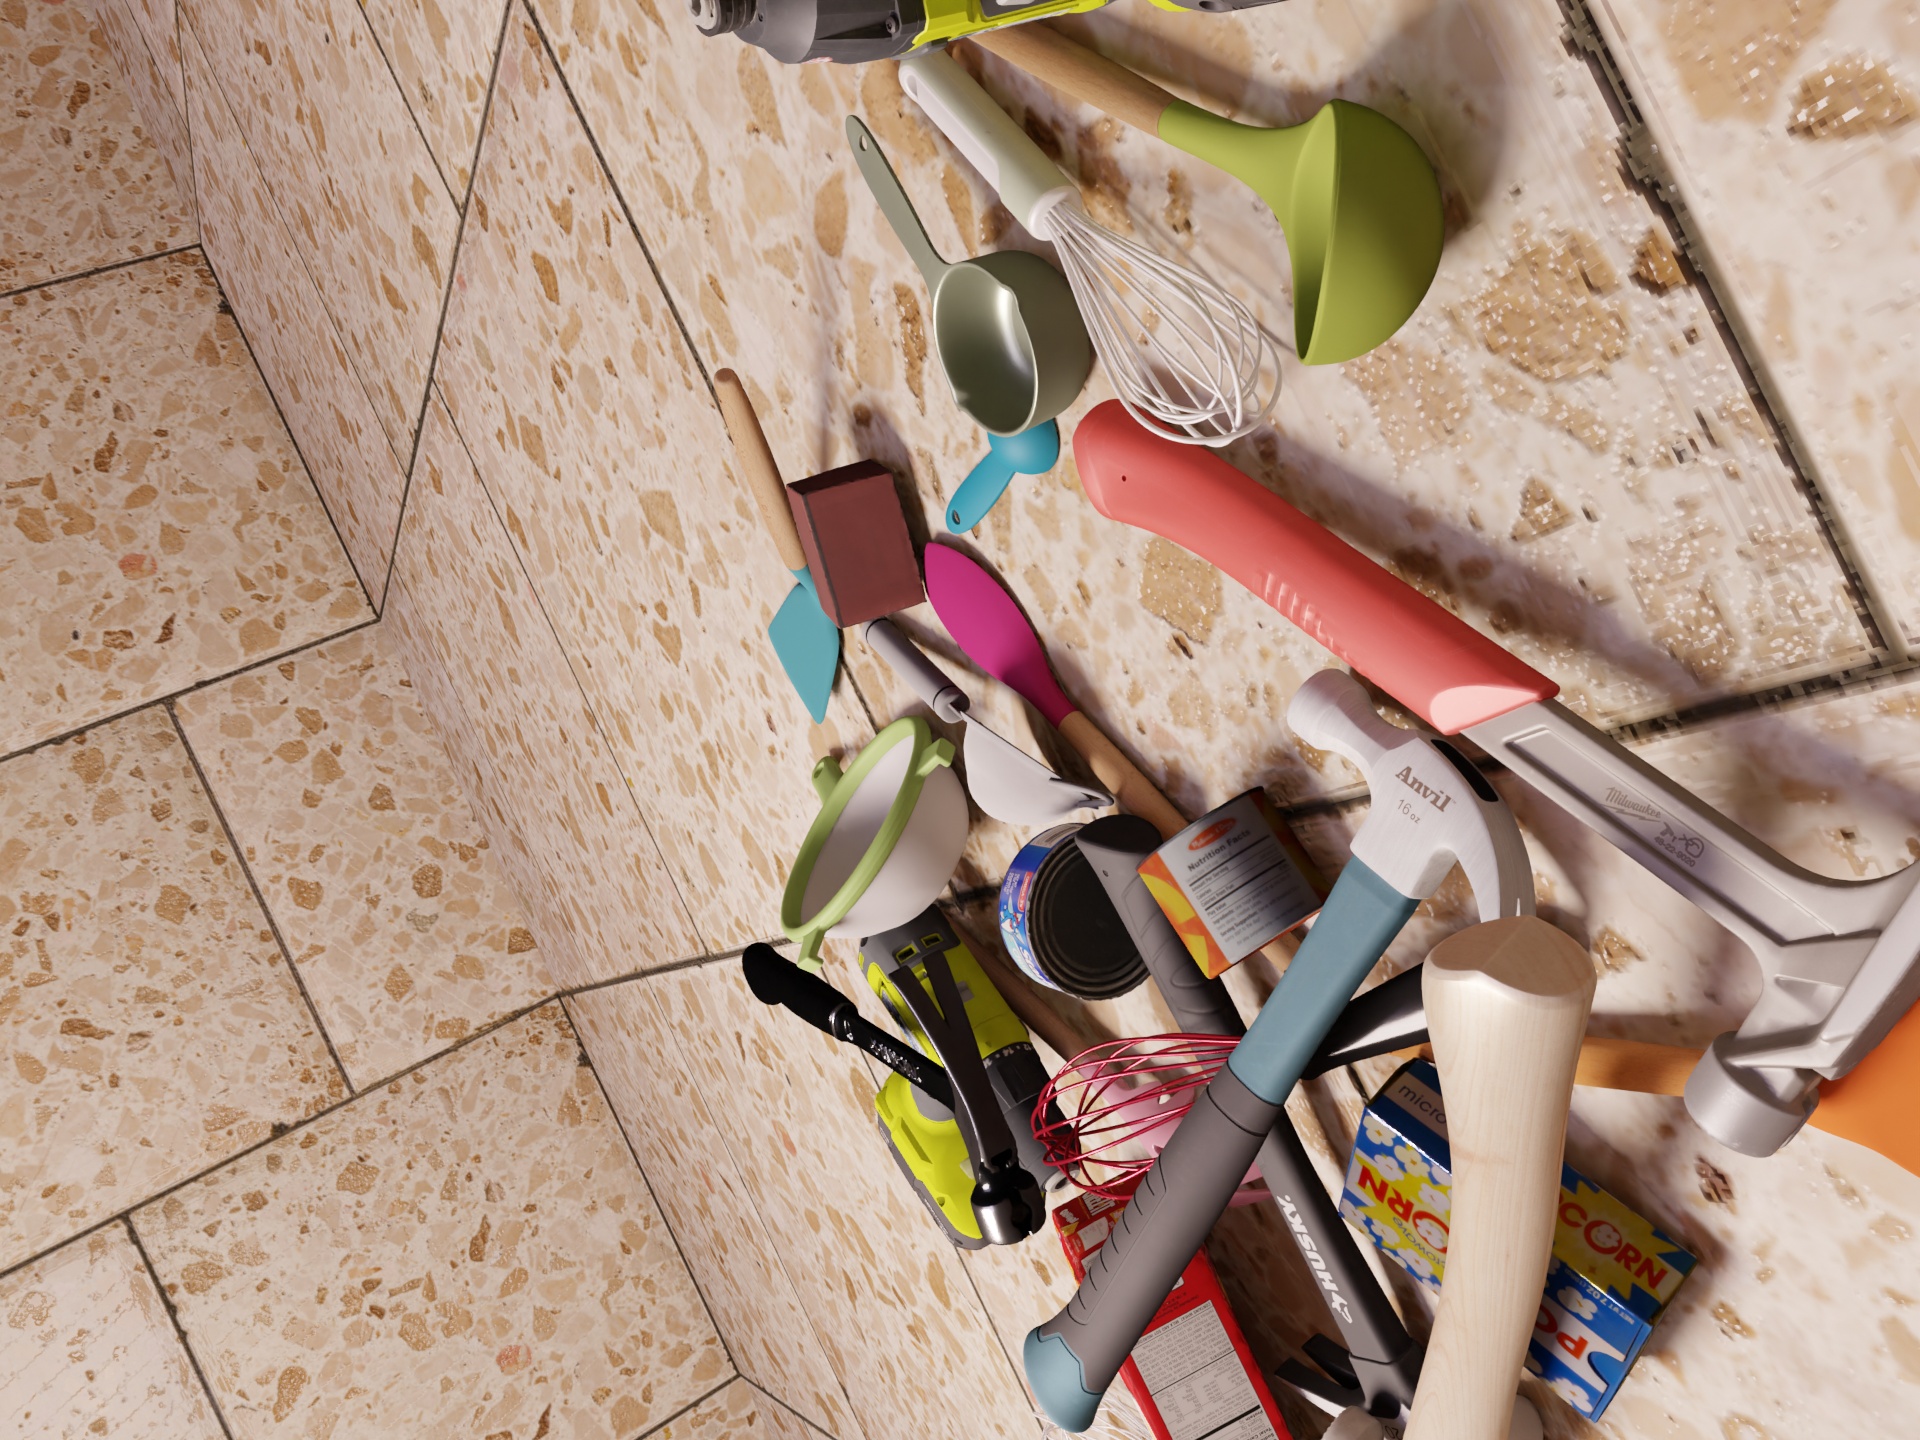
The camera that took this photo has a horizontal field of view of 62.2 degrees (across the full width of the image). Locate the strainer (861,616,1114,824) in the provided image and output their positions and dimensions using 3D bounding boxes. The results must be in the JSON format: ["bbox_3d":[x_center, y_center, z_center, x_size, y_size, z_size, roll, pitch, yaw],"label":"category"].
[{"bbox_3d":[-0.001,-0.003,0.862,0.086,0.050,0.259,37,-175,-40],"label":"strainer"}]

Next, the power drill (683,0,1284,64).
[{"bbox_3d":[0.035,-0.233,0.452,0.223,0.171,0.080,18,128,53],"label":"power drill"}]

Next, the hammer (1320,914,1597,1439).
[{"bbox_3d":[0.202,0.227,0.589,0.146,0.038,0.410,28,143,36],"label":"hammer"}]

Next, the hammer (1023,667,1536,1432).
[{"bbox_3d":[0.109,0.151,0.626,0.128,0.033,0.331,43,116,37],"label":"hammer"}]

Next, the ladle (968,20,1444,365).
[{"bbox_3d":[0.050,-0.220,0.566,0.320,0.062,0.078,46,149,38],"label":"ladle"}]

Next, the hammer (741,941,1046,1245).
[{"bbox_3d":[-0.068,0.184,0.972,0.409,0.036,0.149,6,116,67],"label":"hammer"}]

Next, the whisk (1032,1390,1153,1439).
[{"bbox_3d":[0.135,0.492,1.052,0.284,0.070,0.070,-16,99,59],"label":"whisk"}]

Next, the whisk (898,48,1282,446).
[{"bbox_3d":[0.041,-0.192,0.619,0.247,0.059,0.057,56,171,29],"label":"whisk"}]

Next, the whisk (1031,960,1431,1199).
[{"bbox_3d":[0.128,0.144,0.667,0.296,0.073,0.073,-36,80,43],"label":"whisk"}]

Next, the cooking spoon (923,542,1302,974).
[{"bbox_3d":[0.069,0.017,0.784,0.319,0.017,0.068,48,152,31],"label":"cooking spoon"}]

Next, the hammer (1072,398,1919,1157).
[{"bbox_3d":[0.157,-0.031,0.534,0.359,0.036,0.149,46,132,41],"label":"hammer"}]

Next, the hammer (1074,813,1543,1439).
[{"bbox_3d":[0.143,0.196,0.757,0.335,0.035,0.146,62,151,-2],"label":"hammer"}]

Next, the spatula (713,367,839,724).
[{"bbox_3d":[-0.110,-0.101,0.935,0.082,0.044,0.317,59,173,24],"label":"spatula"}]

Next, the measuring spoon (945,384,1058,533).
[{"bbox_3d":[0.010,-0.117,0.769,0.042,0.021,0.128,61,153,7],"label":"measuring spoon"}]

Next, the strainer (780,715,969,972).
[{"bbox_3d":[-0.051,0.068,0.995,0.069,0.151,0.256,32,-178,-15],"label":"strainer"}]

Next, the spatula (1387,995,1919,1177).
[{"bbox_3d":[0.244,0.114,0.538,0.081,0.041,0.322,66,159,-2],"label":"spatula"}]

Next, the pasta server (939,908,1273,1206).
[{"bbox_3d":[0.067,0.185,0.935,0.316,0.040,0.060,36,143,52],"label":"pasta server"}]

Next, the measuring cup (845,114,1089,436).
[{"bbox_3d":[0.002,-0.202,0.694,0.168,0.038,0.083,61,154,13],"label":"measuring cup"}]

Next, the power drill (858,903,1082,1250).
[{"bbox_3d":[0.008,0.243,1.004,0.191,0.080,0.228,52,157,31],"label":"power drill"}]
